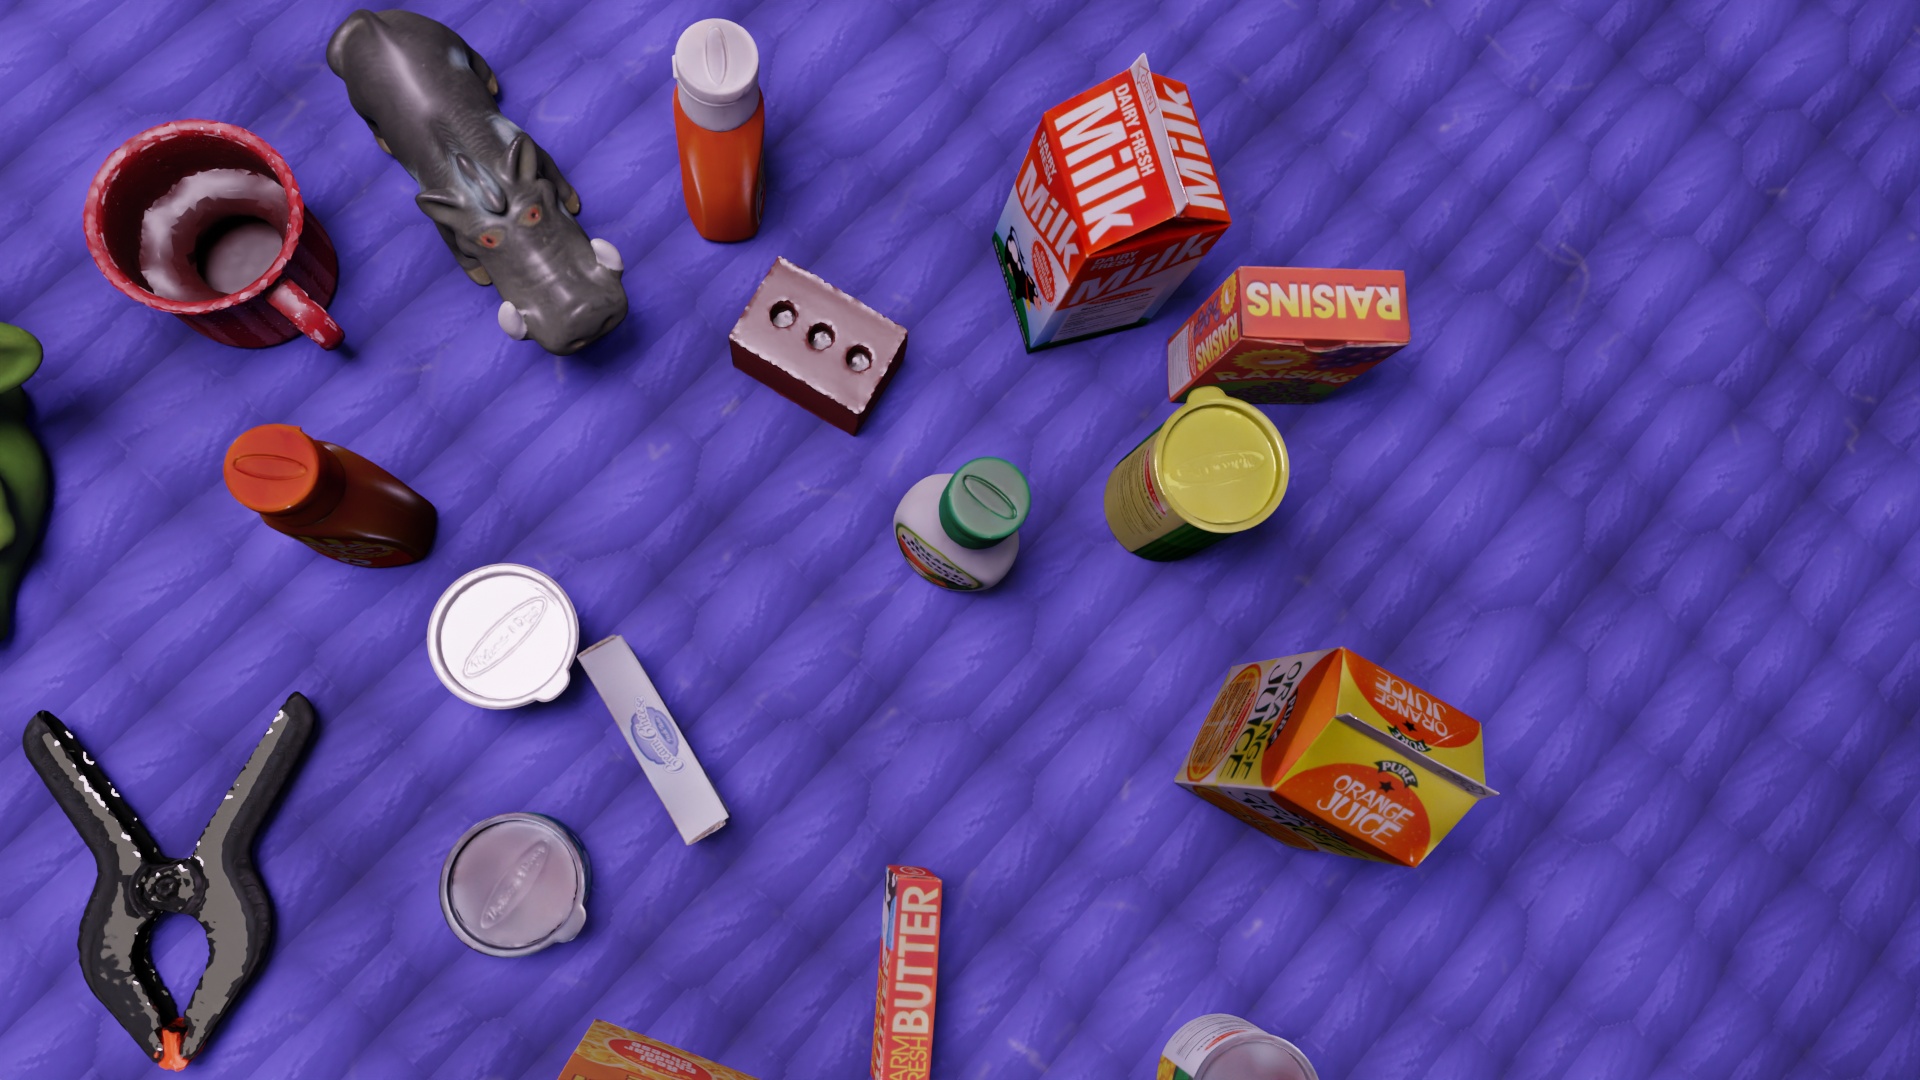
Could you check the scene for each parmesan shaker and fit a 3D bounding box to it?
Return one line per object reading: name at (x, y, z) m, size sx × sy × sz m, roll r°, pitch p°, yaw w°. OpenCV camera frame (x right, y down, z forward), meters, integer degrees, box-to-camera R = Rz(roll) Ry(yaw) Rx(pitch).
parmesan shaker at (0.116, -0.031, 0.704) m, size 0.071 × 0.103 × 0.071 m, roll 1°, pitch 81°, yaw -8°

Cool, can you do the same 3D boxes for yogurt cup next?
yogurt cup at (-0.216, 0.048, 0.669) m, size 0.072 × 0.054 × 0.072 m, roll 1°, pitch 81°, yaw -8°

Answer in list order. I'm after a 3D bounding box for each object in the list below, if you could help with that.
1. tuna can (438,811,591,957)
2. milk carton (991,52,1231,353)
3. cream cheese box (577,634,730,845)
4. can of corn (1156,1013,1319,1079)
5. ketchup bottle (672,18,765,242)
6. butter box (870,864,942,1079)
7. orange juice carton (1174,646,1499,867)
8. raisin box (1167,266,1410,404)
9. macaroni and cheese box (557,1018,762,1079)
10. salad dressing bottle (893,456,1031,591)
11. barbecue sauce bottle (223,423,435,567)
tuna can at (-0.208, 0.164, 0.661) m, size 0.071 × 0.032 × 0.071 m, roll 1°, pitch 81°, yaw -8°
milk carton at (0.073, -0.158, 0.675) m, size 0.073 × 0.190 × 0.072 m, roll -15°, pitch 84°, yaw -10°
cream cheese box at (-0.147, 0.096, 0.671) m, size 0.024 × 0.053 × 0.104 m, roll -31°, pitch 86°, yaw -11°
can of corn at (0.136, 0.272, 0.679) m, size 0.071 × 0.058 × 0.071 m, roll 1°, pitch 81°, yaw -8°
ketchup bottle at (-0.117, -0.199, 0.676) m, size 0.043 × 0.148 × 0.065 m, roll -5°, pitch 82°, yaw -9°
butter box at (-0.026, 0.211, 0.669) m, size 0.024 × 0.053 × 0.103 m, roll 5°, pitch 80°, yaw -7°
orange juice carton at (0.171, 0.099, 0.645) m, size 0.072 × 0.192 × 0.073 m, roll 30°, pitch 78°, yaw -3°
raisin box at (0.163, -0.102, 0.712) m, size 0.086 × 0.123 × 0.040 m, roll 1°, pitch 81°, yaw -8°
macaroni and cheese box at (-0.115, 0.258, 0.591) m, size 0.124 × 0.166 × 0.040 m, roll 22°, pitch 79°, yaw -4°
salad dressing bottle at (0.002, -0.008, 0.661) m, size 0.064 × 0.147 × 0.044 m, roll 38°, pitch 78°, yaw -1°
barbecue sauce bottle at (-0.283, -0.019, 0.622) m, size 0.065 × 0.148 × 0.044 m, roll 7°, pitch 80°, yaw -7°
